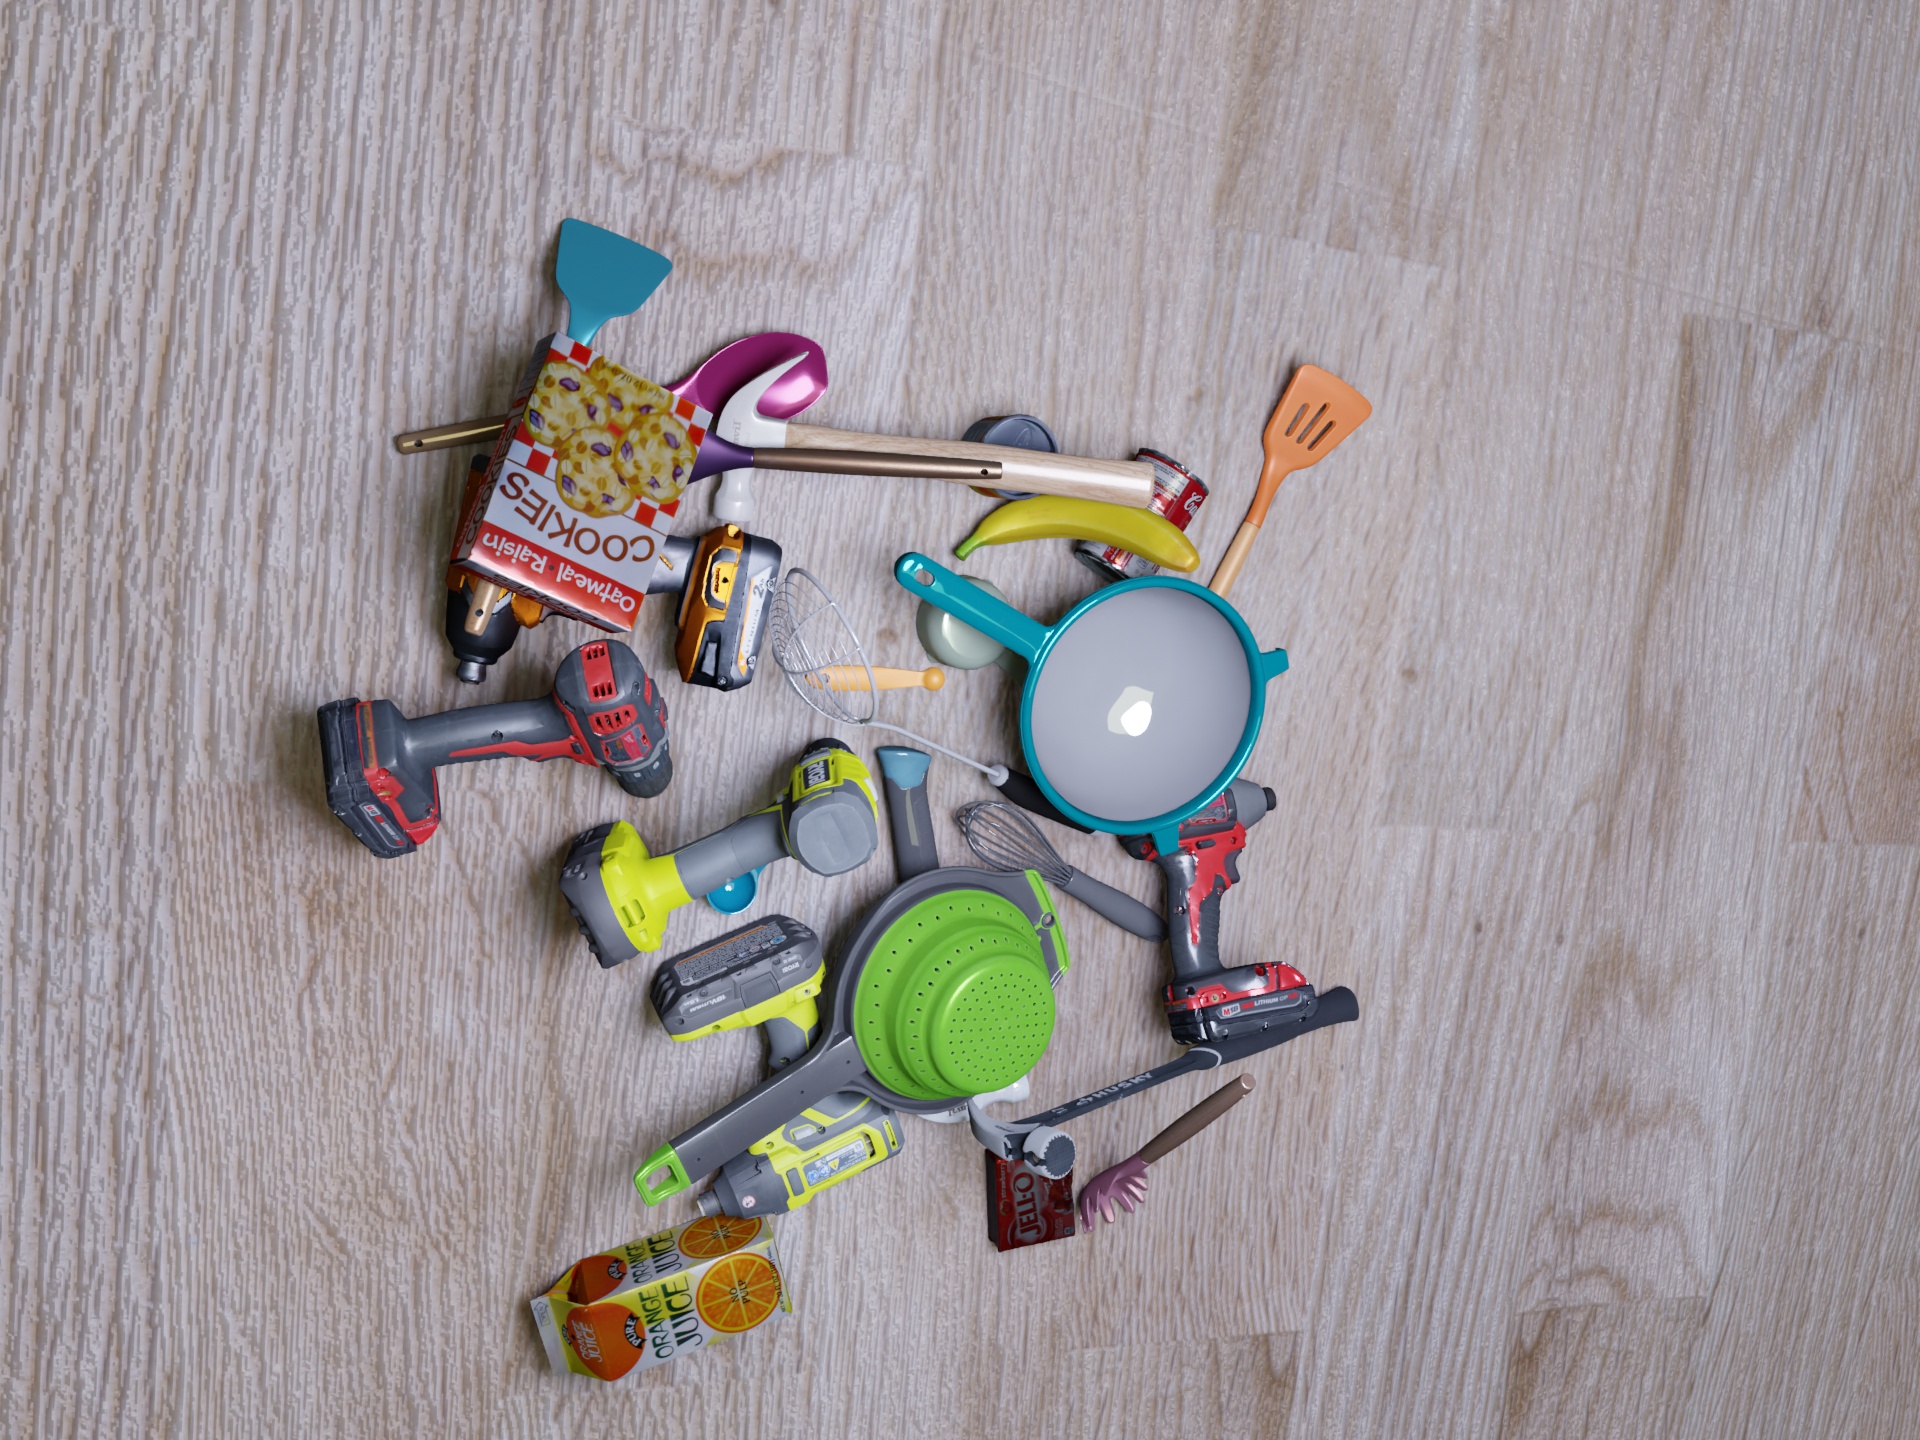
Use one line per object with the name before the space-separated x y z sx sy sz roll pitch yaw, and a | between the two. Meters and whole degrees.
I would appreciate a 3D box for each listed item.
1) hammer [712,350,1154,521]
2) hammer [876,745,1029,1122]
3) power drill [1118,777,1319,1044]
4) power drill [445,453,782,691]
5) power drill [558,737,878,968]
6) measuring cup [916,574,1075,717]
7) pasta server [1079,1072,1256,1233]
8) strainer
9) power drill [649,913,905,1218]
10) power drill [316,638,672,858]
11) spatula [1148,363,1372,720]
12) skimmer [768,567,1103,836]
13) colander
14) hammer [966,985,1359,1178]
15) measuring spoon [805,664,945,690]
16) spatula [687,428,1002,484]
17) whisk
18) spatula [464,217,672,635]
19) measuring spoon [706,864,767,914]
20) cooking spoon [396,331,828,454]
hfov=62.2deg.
hammer | -0.017 -0.199 1.200 0.331 0.031 0.130 6 108 -5
hammer | -0.025 0.179 1.318 0.128 0.033 0.331 -12 103 -18
power drill | 0.221 0.155 1.350 0.143 0.078 0.220 -9 79 -18
power drill | -0.259 -0.088 1.165 0.226 0.084 0.164 13 95 -17
power drill | -0.171 0.086 1.186 0.228 0.191 0.080 -23 107 0
measuring cup | 0.039 -0.051 1.295 0.167 0.038 0.083 39 86 -20
pasta server | 0.169 0.357 1.310 0.060 0.316 0.040 -14 64 -28
strainer | 0.081 -0.049 1.264 0.340 0.095 0.211 29 95 -22
power drill | -0.155 0.284 1.269 0.171 0.080 0.223 -23 109 -15
power drill | -0.318 0.027 1.135 0.226 0.187 0.080 -15 65 -6
spatula | 0.241 -0.144 1.350 0.081 0.041 0.322 27 91 -22
skimmer | -0.002 -0.004 1.257 0.363 0.127 0.090 27 90 -33
colander | -0.059 0.262 1.213 0.397 0.095 0.204 -30 115 -22
hammer | 0.189 0.295 1.359 0.409 0.149 0.036 -12 97 -32
measuring spoon | -0.067 -0.033 1.276 0.117 0.011 0.021 0 99 -19
spatula | -0.126 -0.194 1.169 0.316 0.018 0.059 3 113 -3
whisk | 0.092 0.131 1.344 0.238 0.055 0.055 32 88 -26
spatula | -0.285 -0.206 1.108 0.082 0.044 0.317 20 78 -15
measuring spoon | -0.155 0.101 1.270 0.128 0.021 0.042 -47 110 -16
cooking spoon | -0.251 -0.233 1.172 0.319 0.017 0.068 -14 117 -17
